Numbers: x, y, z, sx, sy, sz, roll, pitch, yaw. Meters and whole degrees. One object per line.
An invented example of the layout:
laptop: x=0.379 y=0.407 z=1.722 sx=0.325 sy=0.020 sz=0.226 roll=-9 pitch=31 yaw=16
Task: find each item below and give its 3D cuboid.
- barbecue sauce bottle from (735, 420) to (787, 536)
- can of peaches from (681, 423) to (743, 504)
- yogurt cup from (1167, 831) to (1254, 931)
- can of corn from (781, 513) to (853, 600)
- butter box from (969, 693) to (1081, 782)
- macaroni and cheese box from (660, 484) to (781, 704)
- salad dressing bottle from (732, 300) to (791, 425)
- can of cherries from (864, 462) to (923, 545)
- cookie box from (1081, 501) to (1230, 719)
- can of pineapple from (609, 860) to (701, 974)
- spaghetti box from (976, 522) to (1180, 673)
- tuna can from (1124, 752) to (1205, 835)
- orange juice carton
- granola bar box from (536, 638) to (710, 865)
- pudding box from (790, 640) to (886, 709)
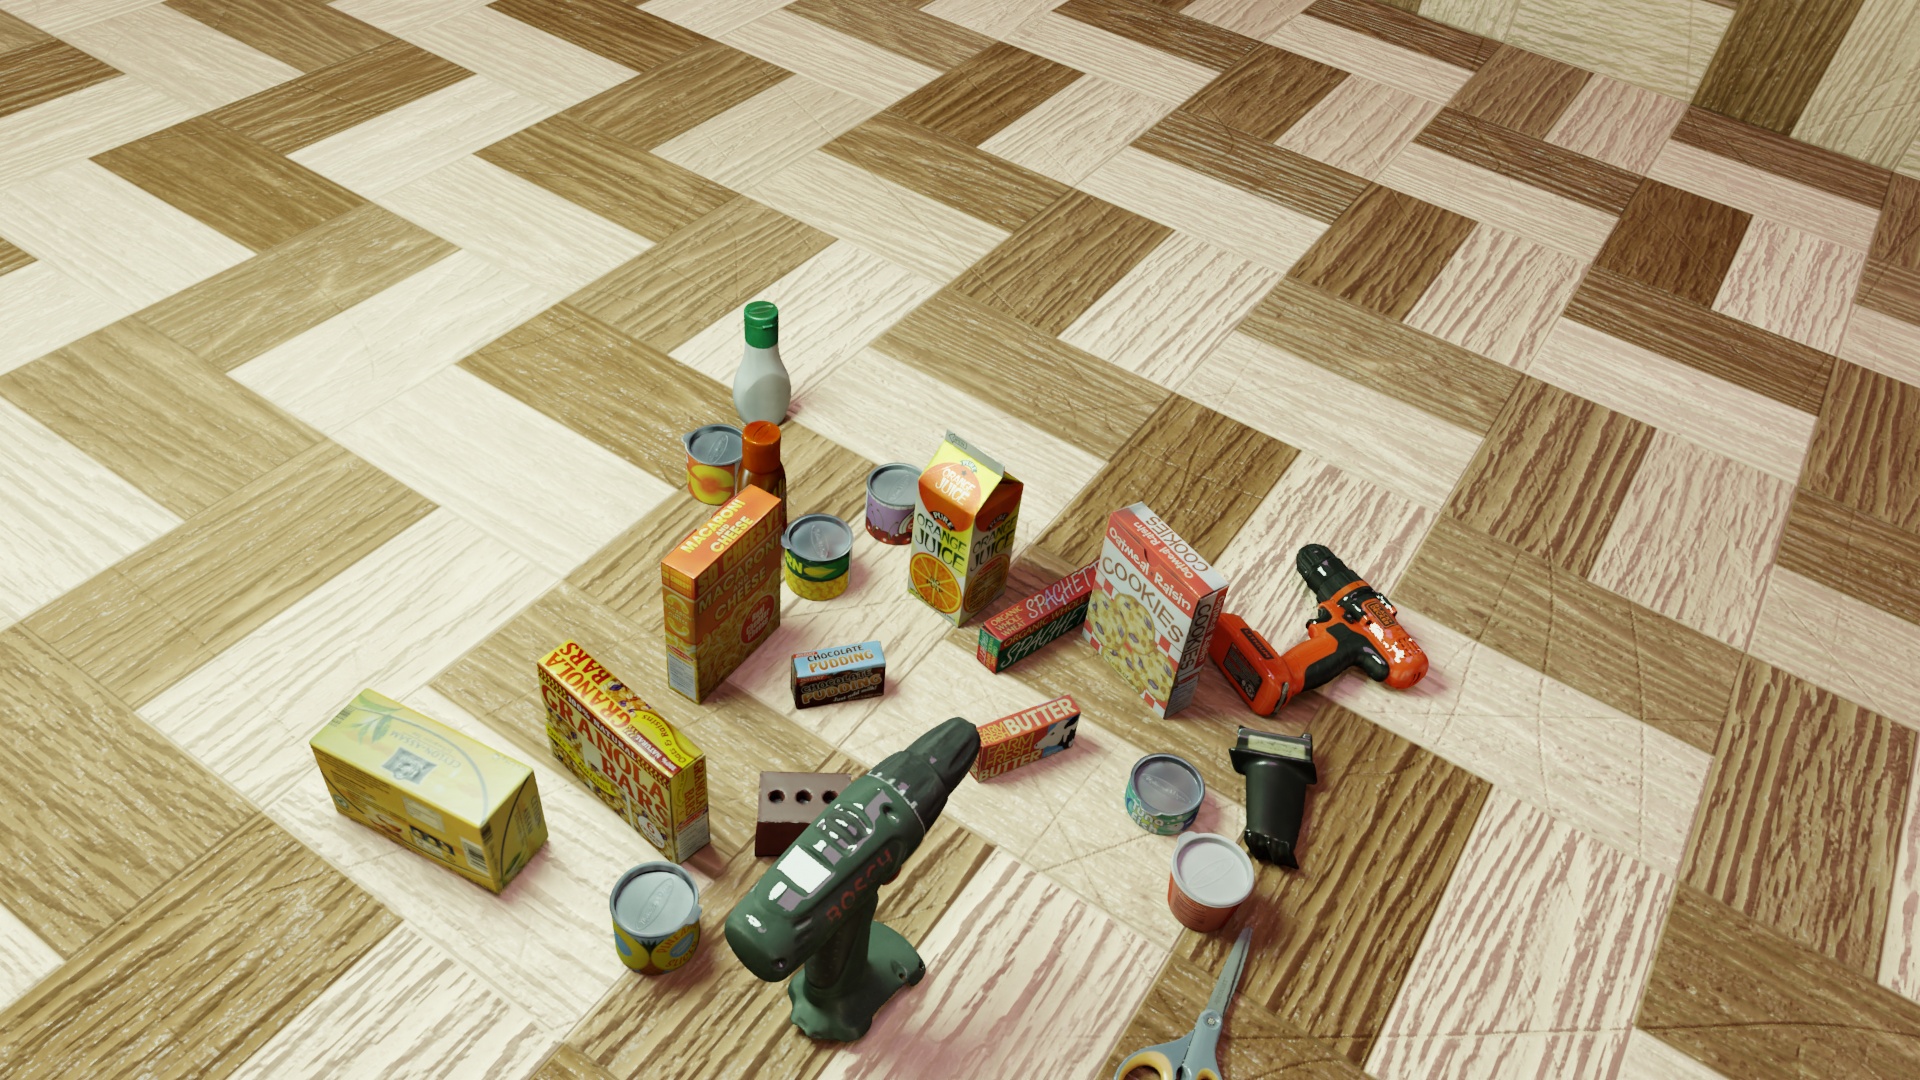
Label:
barbecue sauce bottle: x=-0.195 y=-0.050 z=1.357 sx=0.044 sy=0.147 sz=0.065 roll=20 pitch=45 yaw=13
can of peaches: x=-0.254 y=-0.079 z=1.445 sx=0.071 sy=0.057 sz=0.071 roll=4 pitch=44 yaw=-4
yogurt cup: x=0.201 y=0.283 z=1.136 sx=0.072 sy=0.053 sz=0.073 roll=4 pitch=44 yaw=-4
can of corn: x=-0.141 y=0.017 z=1.361 sx=0.071 sy=0.058 sz=0.071 roll=4 pitch=44 yaw=-4
butter box: x=0.055 y=0.175 z=1.228 sx=0.104 sy=0.052 sz=0.024 roll=-16 pitch=49 yaw=-23
macaroni and cheese box: x=-0.212 y=0.049 z=1.239 sx=0.040 sy=0.165 sz=0.124 roll=26 pitch=47 yaw=18
salad dressing bottle: x=-0.214 y=-0.189 z=1.500 sx=0.064 sy=0.146 sz=0.044 roll=-16 pitch=48 yaw=-23
can of cherries: x=-0.063 y=-0.036 z=1.427 sx=0.071 sy=0.058 sz=0.072 roll=4 pitch=44 yaw=-4
cookie box: x=0.175 y=0.065 z=1.277 sx=0.040 sy=0.166 sz=0.123 roll=-23 pitch=51 yaw=-28
can of pineapple: x=-0.232 y=0.290 z=1.063 sx=0.071 sy=0.057 sz=0.071 roll=4 pitch=44 yaw=-4
spaghetti box: x=0.118 y=0.054 z=1.365 sx=0.251 sy=0.049 sz=0.029 roll=-28 pitch=54 yaw=-31
tuna can: x=0.176 y=0.223 z=1.210 sx=0.071 sy=0.032 sz=0.071 roll=4 pitch=44 yaw=-4
orange juice carton: x=0.005 y=-0.017 z=1.319 sx=0.072 sy=0.191 sz=0.073 roll=35 pitch=50 yaw=26
granola bar box: x=-0.275 y=0.173 z=1.131 sx=0.166 sy=0.123 sz=0.039 roll=34 pitch=50 yaw=25
pudding box: x=-0.111 y=0.122 z=1.262 sx=0.084 sy=0.049 sz=0.030 roll=-8 pitch=46 yaw=-16
